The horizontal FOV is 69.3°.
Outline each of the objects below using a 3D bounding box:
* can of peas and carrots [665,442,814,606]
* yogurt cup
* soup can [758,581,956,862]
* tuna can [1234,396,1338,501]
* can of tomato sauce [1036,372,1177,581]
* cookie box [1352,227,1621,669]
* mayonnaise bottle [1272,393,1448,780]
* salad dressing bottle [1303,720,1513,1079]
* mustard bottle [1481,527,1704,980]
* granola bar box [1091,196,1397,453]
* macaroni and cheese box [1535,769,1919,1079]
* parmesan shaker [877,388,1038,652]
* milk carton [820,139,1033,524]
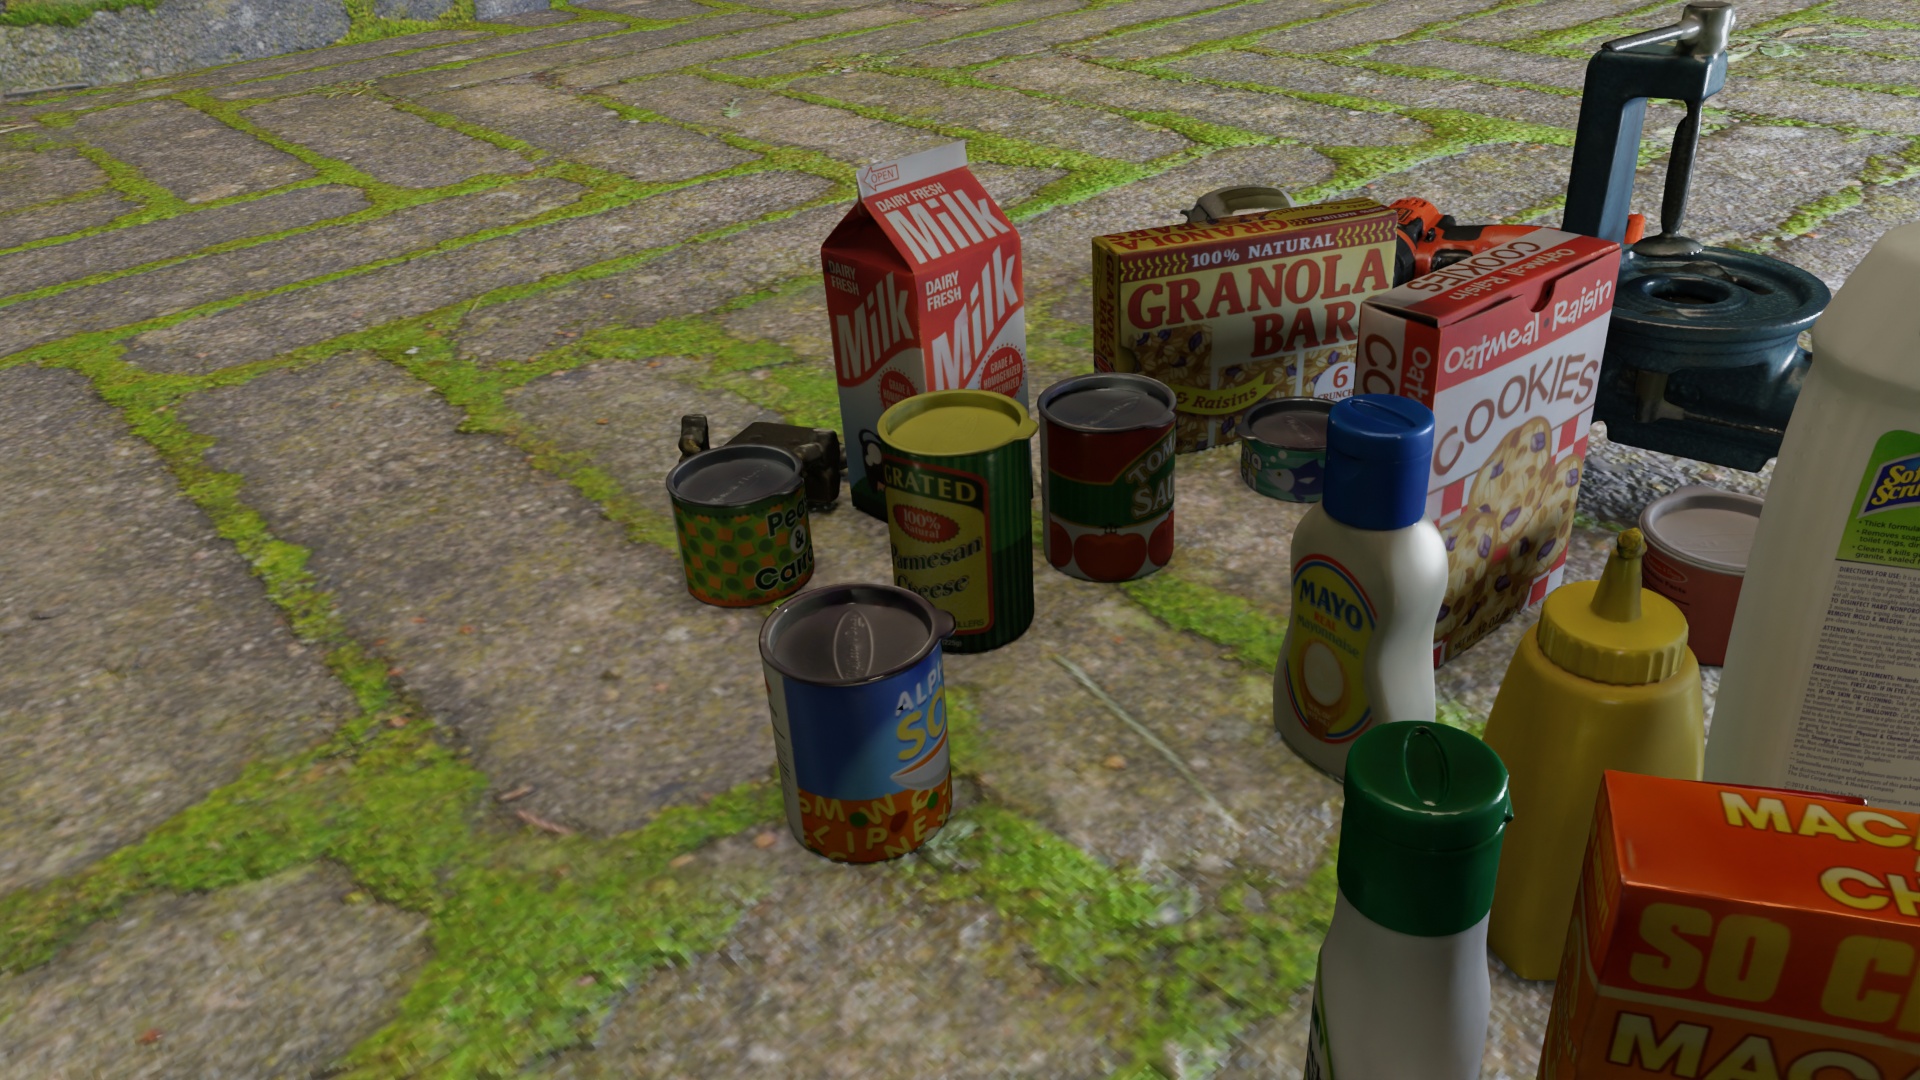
[{"bbox_3d":[-0.105,-0.008,0.684,0.071,0.058,0.071,-3,30,2],"label":"can of peas and carrots"},{"bbox_3d":[0.324,0.017,0.595,0.072,0.053,0.073,-3,30,2],"label":"yogurt cup"},{"bbox_3d":[-0.035,0.068,0.520,0.071,0.083,0.072,-3,30,2],"label":"soup can"},{"bbox_3d":[0.182,-0.049,0.748,0.071,0.032,0.071,-3,30,2],"label":"tuna can"},{"bbox_3d":[0.074,-0.031,0.679,0.071,0.082,0.071,-3,30,2],"label":"can of tomato sauce"},{"bbox_3d":[0.216,-0.035,0.585,0.123,0.166,0.040,-24,35,-31],"label":"cookie box"},{"bbox_3d":[0.150,0.019,0.518,0.041,0.147,0.065,-21,34,-27],"label":"mayonnaise bottle"},{"bbox_3d":[0.113,0.115,0.358,0.044,0.147,0.064,3,30,12],"label":"salad dressing bottle"},{"bbox_3d":[0.193,0.063,0.425,0.065,0.159,0.049,-10,30,-11],"label":"mustard bottle"},{"bbox_3d":[0.158,-0.118,0.779,0.166,0.123,0.039,-11,30,-12],"label":"granola bar box"},{"bbox_3d":[0.192,0.132,0.300,0.124,0.165,0.040,6,31,17],"label":"macaroni and cheese box"},{"bbox_3d":[0.002,-0.008,0.627,0.071,0.102,0.071,-3,30,2],"label":"parmesan shaker"},{"bbox_3d":[-0.016,-0.101,0.704,0.072,0.189,0.073,-28,37,-36],"label":"milk carton"}]
